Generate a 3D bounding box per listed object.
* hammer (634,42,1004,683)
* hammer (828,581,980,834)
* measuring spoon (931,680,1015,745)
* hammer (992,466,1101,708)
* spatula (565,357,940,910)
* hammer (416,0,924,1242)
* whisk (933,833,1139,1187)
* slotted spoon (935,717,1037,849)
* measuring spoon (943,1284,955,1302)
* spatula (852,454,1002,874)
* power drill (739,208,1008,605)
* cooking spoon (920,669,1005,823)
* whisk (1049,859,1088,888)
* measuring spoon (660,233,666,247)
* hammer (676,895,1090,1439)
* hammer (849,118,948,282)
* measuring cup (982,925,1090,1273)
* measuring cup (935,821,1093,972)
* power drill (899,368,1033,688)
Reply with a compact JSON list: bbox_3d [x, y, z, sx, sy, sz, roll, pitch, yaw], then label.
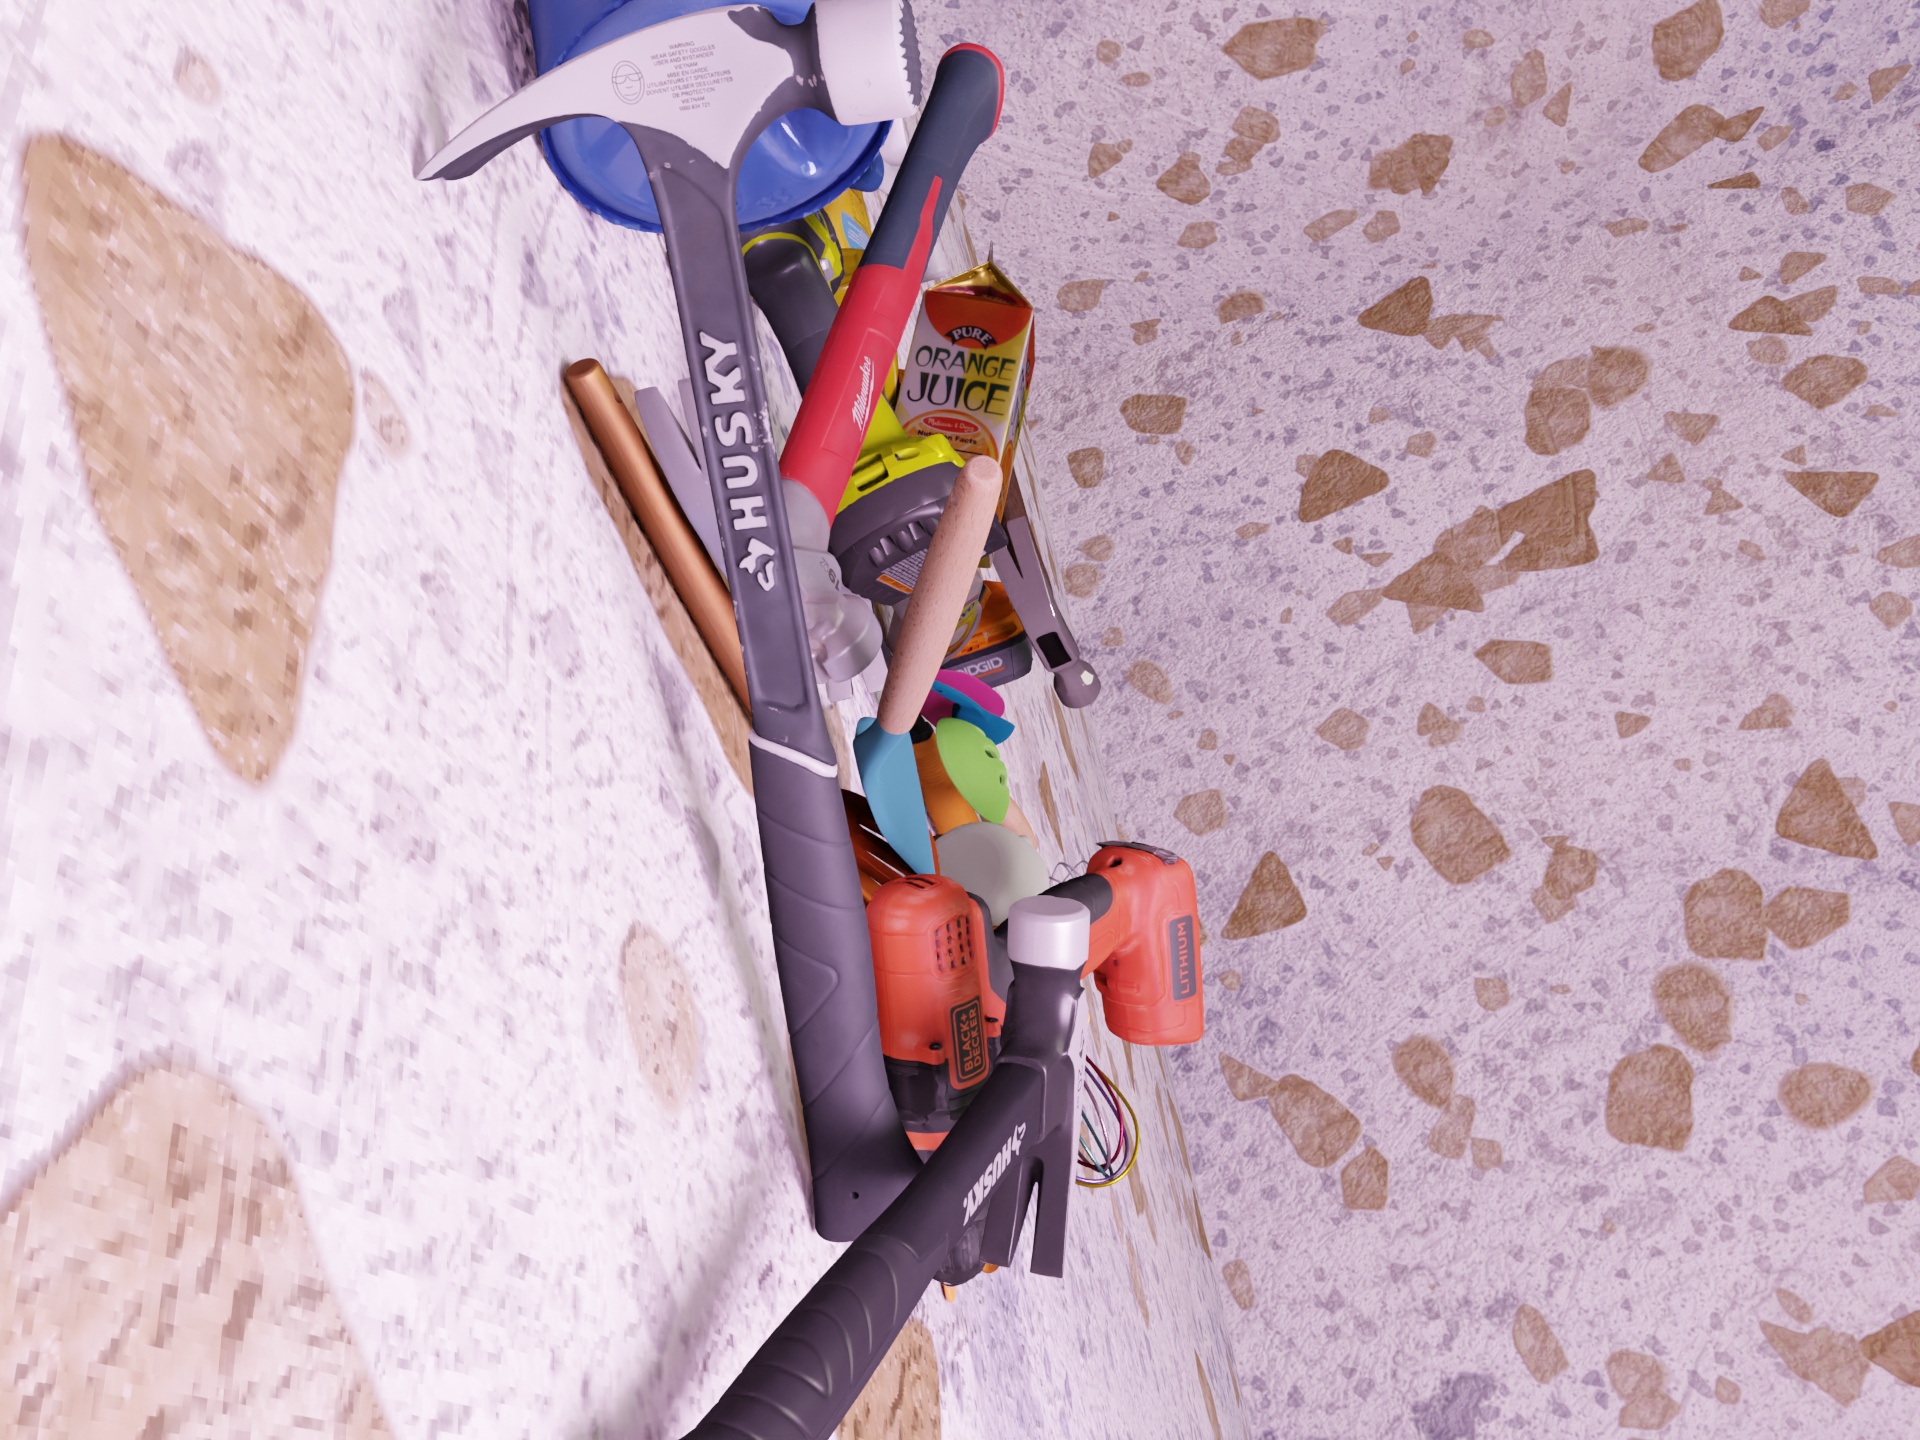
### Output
[{"bbox_3d":[-0.039,-0.205,0.702,0.143,0.038,0.387,60,33,-42],"label":"hammer"},{"bbox_3d":[-0.019,0.029,0.980,0.336,0.034,0.127,66,11,-50],"label":"hammer"},{"bbox_3d":[-0.002,-0.003,0.964,0.021,0.042,0.128,-70,159,-5],"label":"measuring spoon"},{"bbox_3d":[0.029,-0.165,1.133,0.129,0.031,0.332,58,13,-48],"label":"hammer"},{"bbox_3d":[-0.074,-0.015,0.650,0.081,0.041,0.322,-92,165,-45],"label":"spatula"},{"bbox_3d":[-0.063,-0.008,0.517,0.036,0.149,0.408,-72,156,-70],"label":"hammer"},{"bbox_3d":[0.035,0.157,0.901,0.051,0.047,0.245,32,22,-47],"label":"whisk"},{"bbox_3d":[0.028,0.056,1.048,0.313,0.031,0.070,58,8,-73],"label":"slotted spoon"},{"bbox_3d":[-0.013,0.221,0.771,0.021,0.011,0.117,59,22,-62],"label":"measuring spoon"},{"bbox_3d":[-0.011,-0.014,0.613,0.317,0.044,0.082,114,-32,-65],"label":"spatula"},{"bbox_3d":[-0.061,-0.178,0.821,0.223,0.080,0.171,64,9,6],"label":"power drill"},{"bbox_3d":[0.010,0.033,1.136,0.318,0.069,0.017,70,27,-65],"label":"cooking spoon"},{"bbox_3d":[0.063,0.132,1.088,0.284,0.070,0.070,142,-66,-78],"label":"whisk"},{"bbox_3d":[-0.119,-0.174,0.739,0.034,0.018,0.124,-82,149,-75],"label":"measuring spoon"},{"bbox_3d":[-0.017,0.168,0.491,0.335,0.035,0.146,-27,121,-69],"label":"hammer"},{"bbox_3d":[-0.055,-0.328,0.929,0.406,0.035,0.144,-76,151,-74],"label":"hammer"},{"bbox_3d":[0.018,0.193,0.827,0.052,0.095,0.174,53,38,-85],"label":"measuring cup"},{"bbox_3d":[0.039,0.107,0.875,0.168,0.083,0.038,23,-13,42],"label":"measuring cup"},{"bbox_3d":[-0.017,-0.144,1.151,0.164,0.084,0.226,-82,152,-71],"label":"power drill"}]
